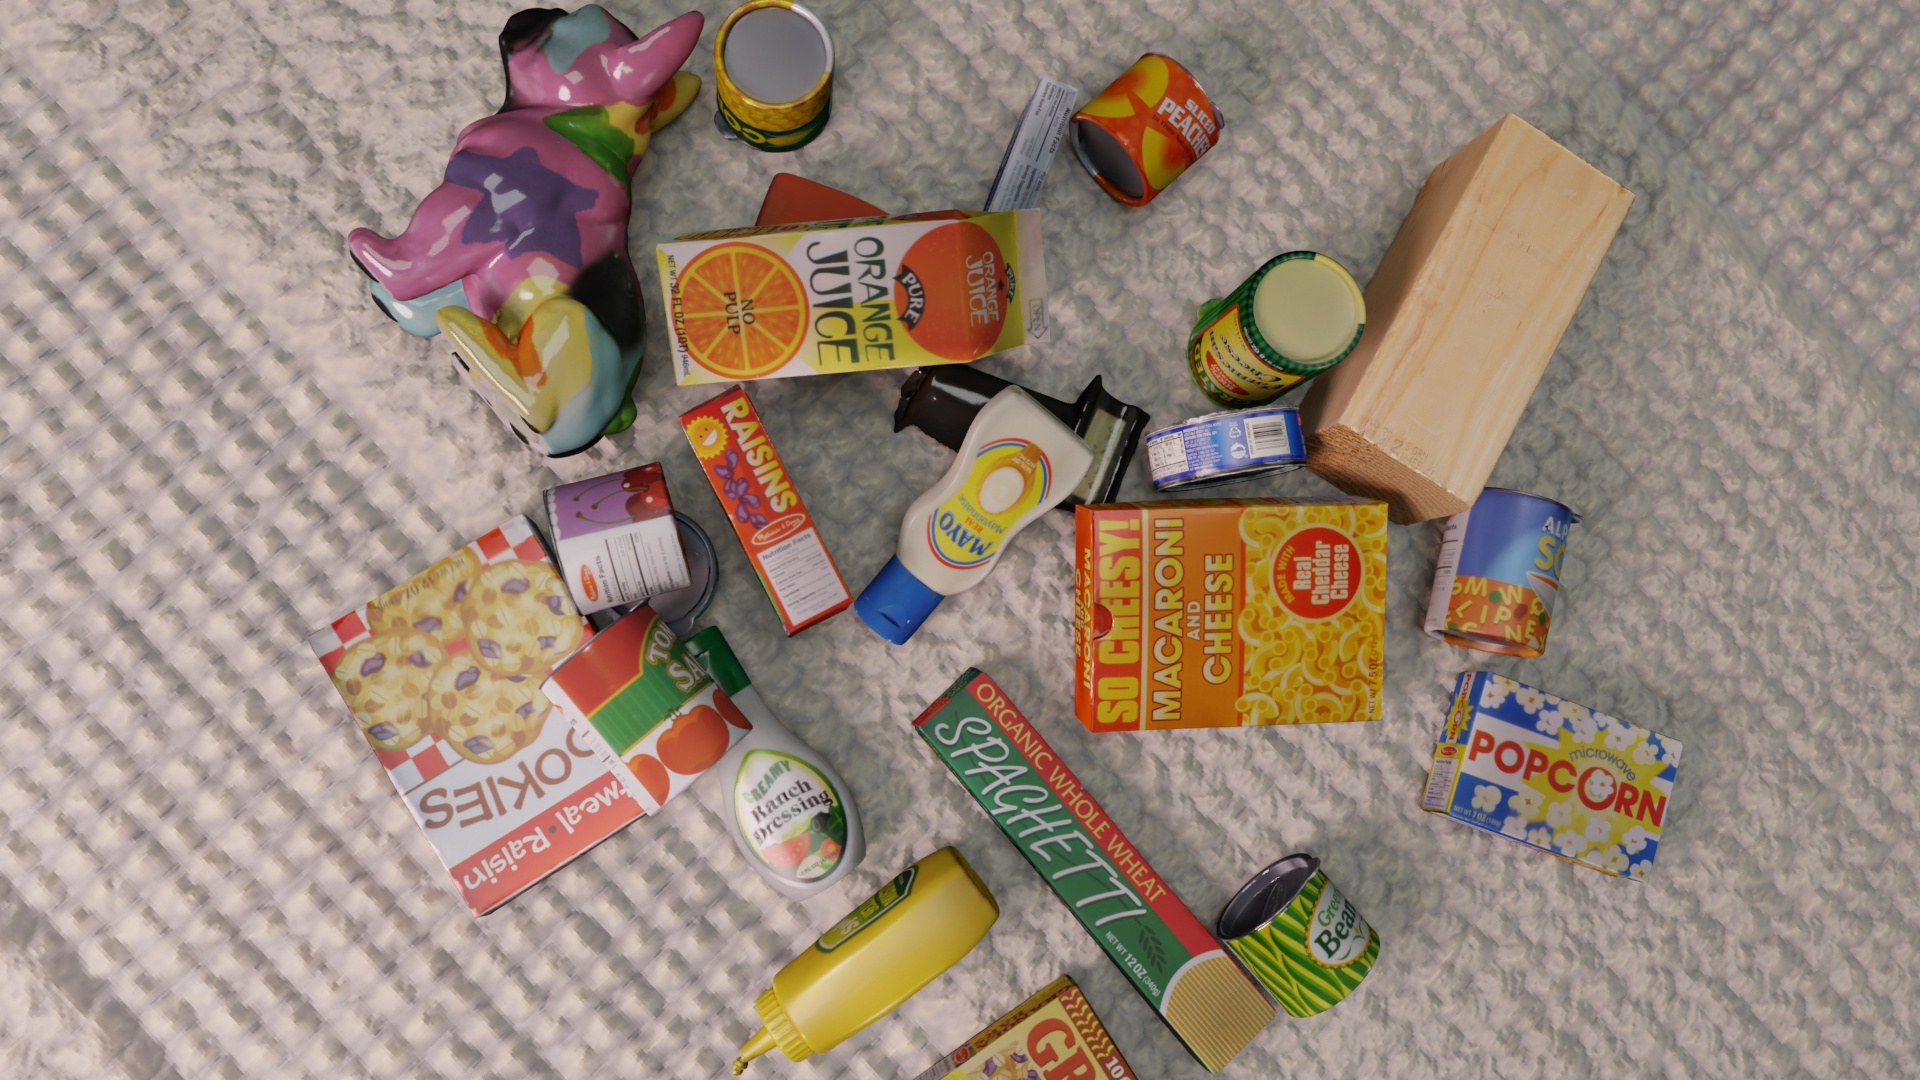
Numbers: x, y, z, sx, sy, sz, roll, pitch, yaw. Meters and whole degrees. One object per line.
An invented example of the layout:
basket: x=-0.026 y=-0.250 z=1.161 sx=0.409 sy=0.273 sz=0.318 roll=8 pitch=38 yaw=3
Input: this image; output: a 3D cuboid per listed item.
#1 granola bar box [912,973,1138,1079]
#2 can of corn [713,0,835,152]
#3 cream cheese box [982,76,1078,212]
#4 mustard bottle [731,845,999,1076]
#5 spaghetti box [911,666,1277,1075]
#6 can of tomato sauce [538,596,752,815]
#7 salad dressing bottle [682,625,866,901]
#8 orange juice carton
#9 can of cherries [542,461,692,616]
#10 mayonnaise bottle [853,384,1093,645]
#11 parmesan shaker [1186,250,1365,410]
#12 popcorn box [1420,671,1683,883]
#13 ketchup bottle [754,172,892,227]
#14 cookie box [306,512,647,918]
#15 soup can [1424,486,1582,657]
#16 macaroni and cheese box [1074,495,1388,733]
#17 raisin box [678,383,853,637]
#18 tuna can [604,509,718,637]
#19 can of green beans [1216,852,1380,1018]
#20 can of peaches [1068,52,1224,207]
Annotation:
granola bar box: x=0.052 y=0.335 z=0.729 sx=0.124 sy=0.039 sz=0.165 roll=-32 pitch=88 yaw=-10
can of corn: x=-0.105 y=-0.256 z=0.771 sx=0.071 sy=0.058 sz=0.071 roll=1 pitch=83 yaw=-8
cream cheese box: x=0.034 y=-0.205 z=0.786 sx=0.024 sy=0.053 sz=0.104 roll=22 pitch=81 yaw=-6
mustard bottle: x=-0.055 y=0.223 z=0.717 sx=0.160 sy=0.065 sz=0.049 roll=-36 pitch=93 yaw=-6
spaghetti box: x=0.071 y=0.178 z=0.756 sx=0.050 sy=0.028 sz=0.250 roll=-40 pitch=90 yaw=-11
can of tomato sauce: x=-0.151 y=0.081 z=0.679 sx=0.071 sy=0.071 sz=0.083 roll=-40 pitch=91 yaw=-10
salad dressing bottle: x=-0.106 y=0.116 z=0.732 sx=0.064 sy=0.044 sz=0.147 roll=-32 pitch=88 yaw=-8
orange juice carton: x=-0.051 y=-0.129 z=0.717 sx=0.193 sy=0.073 sz=0.071 roll=-5 pitch=108 yaw=1
can of cherries: x=-0.170 y=-0.003 z=0.694 sx=0.058 sy=0.071 sz=0.071 roll=-16 pitch=86 yaw=-9
mayonnaise bottle: x=0.003 y=-0.009 z=0.743 sx=0.064 sy=0.041 sz=0.148 roll=38 pitch=99 yaw=-12
parmesan shaker: x=0.170 y=-0.116 z=0.768 sx=0.071 sy=0.103 sz=0.071 roll=1 pitch=83 yaw=-7
popcorn box: x=0.337 y=0.134 z=0.793 sx=0.127 sy=0.038 sz=0.085 roll=20 pitch=81 yaw=-5
ketchup bottle: x=-0.042 y=-0.151 z=0.774 sx=0.149 sy=0.043 sz=0.065 roll=19 pitch=85 yaw=-5
cookie box: x=-0.235 y=0.090 z=0.721 sx=0.123 sy=0.040 sz=0.167 roll=-32 pitch=87 yaw=-11
soup can: x=0.308 y=0.019 z=0.788 sx=0.071 sy=0.071 sz=0.084 roll=15 pitch=82 yaw=-6
macaroni and cheese box: x=0.148 y=0.039 z=0.765 sx=0.167 sy=0.040 sz=0.123 roll=-2 pitch=97 yaw=-8
raisin box: x=-0.101 y=-0.012 z=0.727 sx=0.040 sy=0.086 sz=0.123 roll=-28 pitch=88 yaw=-8
tuna can: x=-0.162 y=0.019 z=0.742 sx=0.071 sy=0.033 sz=0.071 roll=1 pitch=83 yaw=-7
can of green beans: x=0.182 y=0.212 z=0.748 sx=0.071 sy=0.071 sz=0.058 roll=-42 pitch=90 yaw=-10
can of peaches: x=0.105 y=-0.232 z=0.791 sx=0.058 sy=0.071 sz=0.071 roll=-42 pitch=90 yaw=-9
